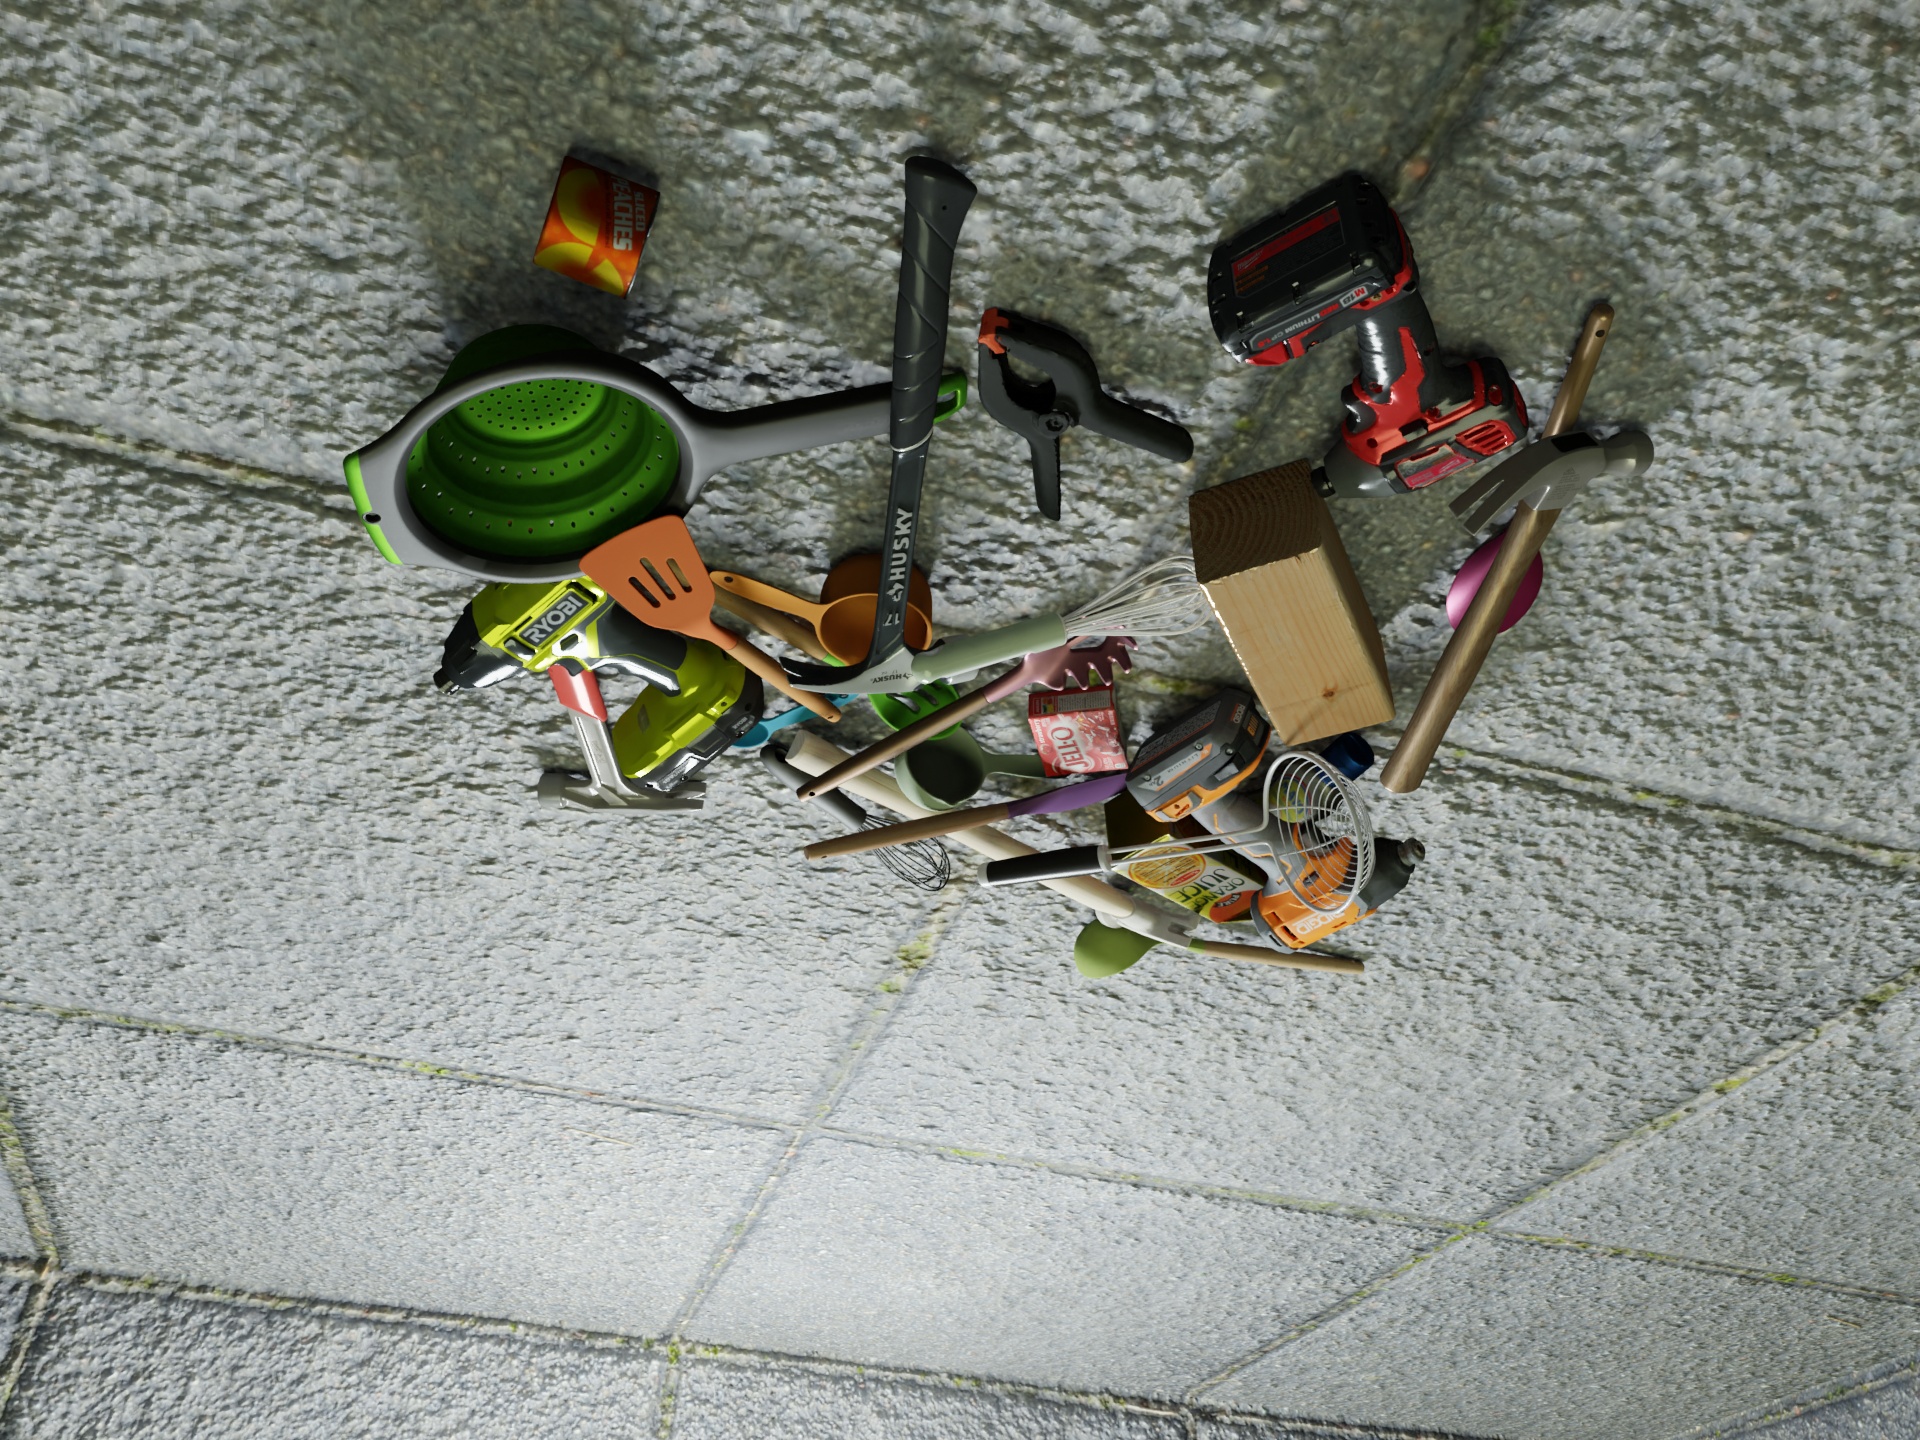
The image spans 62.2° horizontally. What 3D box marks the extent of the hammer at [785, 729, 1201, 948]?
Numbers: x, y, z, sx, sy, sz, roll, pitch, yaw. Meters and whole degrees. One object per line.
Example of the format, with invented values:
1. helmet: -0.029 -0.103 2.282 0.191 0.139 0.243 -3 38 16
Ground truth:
1. hammer: 0.029 0.109 1.429 0.410 0.038 0.146 28 171 -24

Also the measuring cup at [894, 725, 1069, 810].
1. measuring cup: 0.019 0.044 1.375 0.167 0.083 0.038 5 154 -29

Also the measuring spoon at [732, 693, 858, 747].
1. measuring spoon: -0.144 -0.010 1.347 0.128 0.021 0.042 -20 145 13

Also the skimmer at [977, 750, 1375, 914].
1. skimmer: 0.158 0.107 1.278 0.363 0.127 0.090 -11 -179 30

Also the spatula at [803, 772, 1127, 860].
1. spatula: 0.015 0.083 1.357 0.316 0.018 0.059 -10 155 -26

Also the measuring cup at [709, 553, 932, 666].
1. measuring cup: -0.102 -0.098 1.196 0.173 0.052 0.095 18 140 -17

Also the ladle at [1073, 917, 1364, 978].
1. ladle: 0.268 0.246 1.628 0.320 0.078 0.062 10 103 -17

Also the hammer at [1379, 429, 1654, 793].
1. hammer: 0.375 -0.067 1.155 0.130 0.031 0.331 -8 137 -22

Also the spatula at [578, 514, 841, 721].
1. spatula: -0.164 -0.060 1.195 0.081 0.041 0.322 -24 155 12

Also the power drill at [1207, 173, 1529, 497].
1. power drill: 0.251 -0.222 1.001 0.143 0.079 0.219 -23 139 30

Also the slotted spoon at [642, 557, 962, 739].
1. slotted spoon: -0.126 -0.068 1.257 0.313 0.031 0.070 29 125 -28

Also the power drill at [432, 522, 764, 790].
1. power drill: -0.272 -0.040 1.213 0.171 0.080 0.223 -37 137 13

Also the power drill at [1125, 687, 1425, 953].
1. power drill: 0.267 0.083 1.328 0.226 0.084 0.164 45 130 -11

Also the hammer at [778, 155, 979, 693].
1. hammer: -0.039 -0.171 1.045 0.149 0.036 0.408 -10 136 -19

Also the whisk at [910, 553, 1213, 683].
1. whisk: 0.080 -0.069 1.162 0.246 0.058 0.059 -17 103 -14

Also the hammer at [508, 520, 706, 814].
1. hammer: -0.307 -0.033 1.304 0.149 0.037 0.358 1 143 2

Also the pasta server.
1. pasta server: -0.002 -0.004 1.282 0.316 0.040 0.060 -28 120 17

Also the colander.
1. colander: -0.196 -0.205 1.045 0.397 0.095 0.204 -13 149 -10

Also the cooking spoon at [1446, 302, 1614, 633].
1. cooking spoon: 0.403 -0.161 1.116 0.069 0.017 0.318 -1 143 1

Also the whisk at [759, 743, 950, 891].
1. whisk: -0.093 0.087 1.447 0.055 0.055 0.238 -27 129 33
